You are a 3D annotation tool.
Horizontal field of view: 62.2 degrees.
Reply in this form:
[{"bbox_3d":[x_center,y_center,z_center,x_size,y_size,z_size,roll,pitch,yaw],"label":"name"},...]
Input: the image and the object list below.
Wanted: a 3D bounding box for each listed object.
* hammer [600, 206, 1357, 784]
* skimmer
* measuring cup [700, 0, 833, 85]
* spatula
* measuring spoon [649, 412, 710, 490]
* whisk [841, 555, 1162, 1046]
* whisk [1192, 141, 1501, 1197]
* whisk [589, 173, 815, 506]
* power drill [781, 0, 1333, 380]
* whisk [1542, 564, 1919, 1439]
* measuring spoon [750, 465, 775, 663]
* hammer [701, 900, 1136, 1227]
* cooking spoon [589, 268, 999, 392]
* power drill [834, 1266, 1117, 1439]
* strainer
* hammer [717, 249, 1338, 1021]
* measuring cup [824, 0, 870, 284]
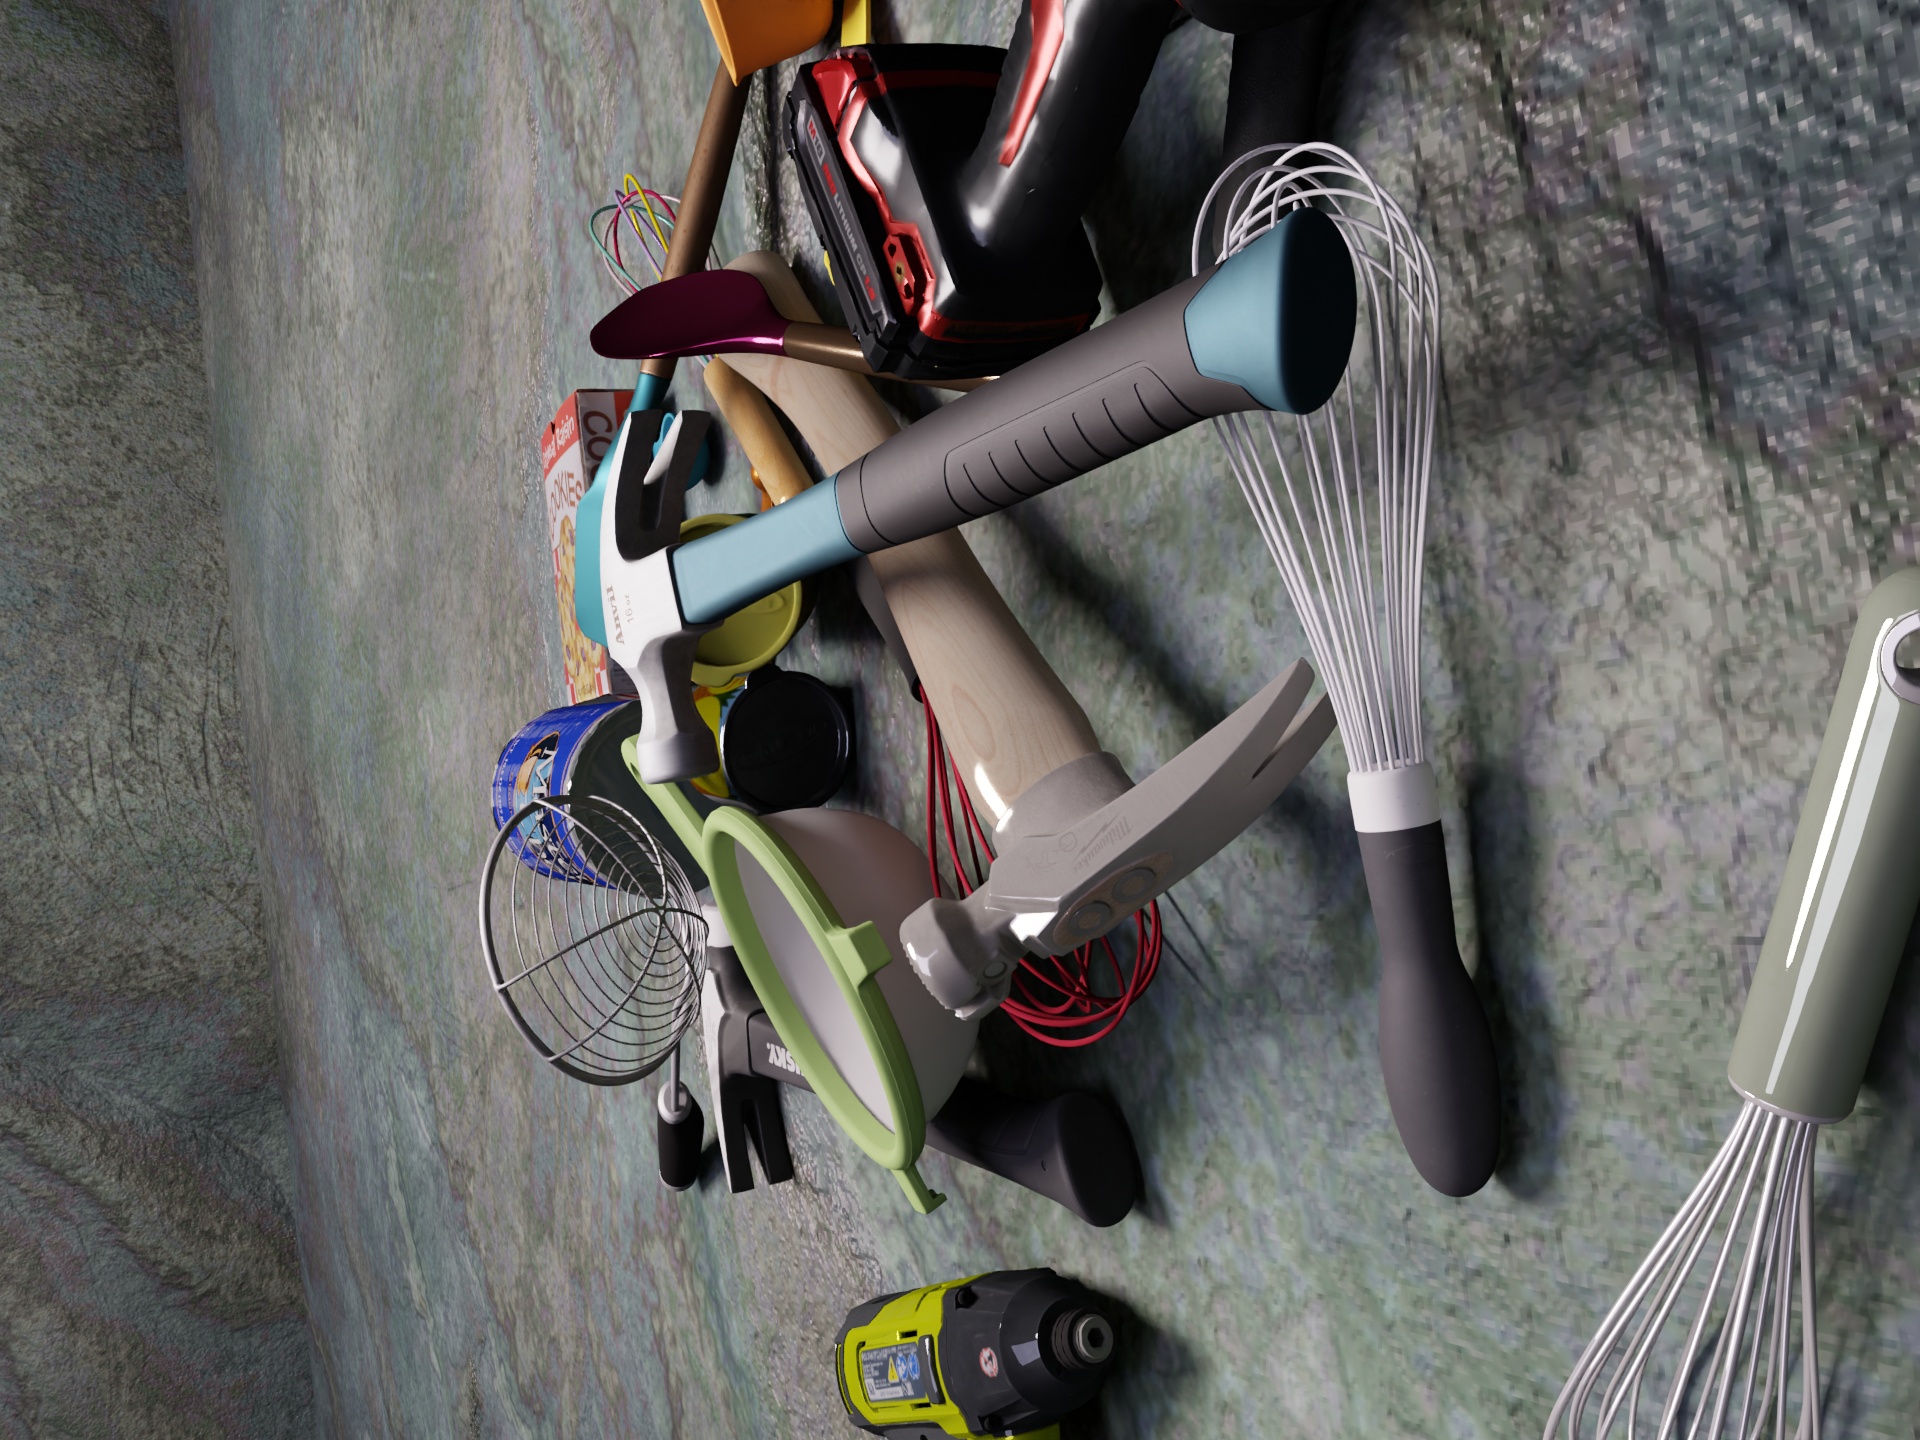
[{"bbox_3d":[-0.021,-0.066,0.481,0.331,0.033,0.128,-15,86,49],"label":"hammer"},{"bbox_3d":[-0.172,0.165,0.790,0.363,0.090,0.127,104,168,-55],"label":"skimmer"},{"bbox_3d":[-0.097,-0.346,0.703,0.174,0.052,0.095,-112,2,-52],"label":"measuring cup"},{"bbox_3d":[-0.132,-0.186,0.758,0.082,0.044,0.317,18,94,36],"label":"spatula"},{"bbox_3d":[-0.160,-0.146,0.878,0.129,0.021,0.042,-166,71,-66],"label":"measuring spoon"},{"bbox_3d":[-0.001,-0.002,0.602,0.296,0.073,0.073,63,143,40],"label":"whisk"},{"bbox_3d":[0.109,-0.011,0.423,0.070,0.070,0.284,-6,94,58],"label":"whisk"},{"bbox_3d":[-0.127,-0.190,0.789,0.245,0.051,0.047,60,135,29],"label":"whisk"},{"bbox_3d":[0.020,-0.225,0.452,0.226,0.080,0.188,-48,57,58],"label":"power drill"},{"bbox_3d":[0.177,0.087,0.344,0.058,0.059,0.246,13,105,19],"label":"whisk"},{"bbox_3d":[-0.100,-0.074,0.789,0.021,0.011,0.117,26,116,54],"label":"measuring spoon"},{"bbox_3d":[-0.035,0.167,0.703,0.335,0.035,0.146,0,94,58],"label":"hammer"},{"bbox_3d":[-0.049,-0.147,0.629,0.319,0.069,0.017,21,148,42],"label":"cooking spoon"},{"bbox_3d":[0.026,0.323,0.592,0.171,0.080,0.223,-40,58,53],"label":"power drill"},{"bbox_3d":[-0.062,0.063,0.642,0.257,0.069,0.151,43,151,45],"label":"strainer"},{"bbox_3d":[-0.017,-0.084,0.600,0.146,0.038,0.411,-38,45,9],"label":"hammer"},{"bbox_3d":[-0.031,-0.243,0.650,0.062,0.029,0.157,-29,59,54],"label":"measuring cup"}]
